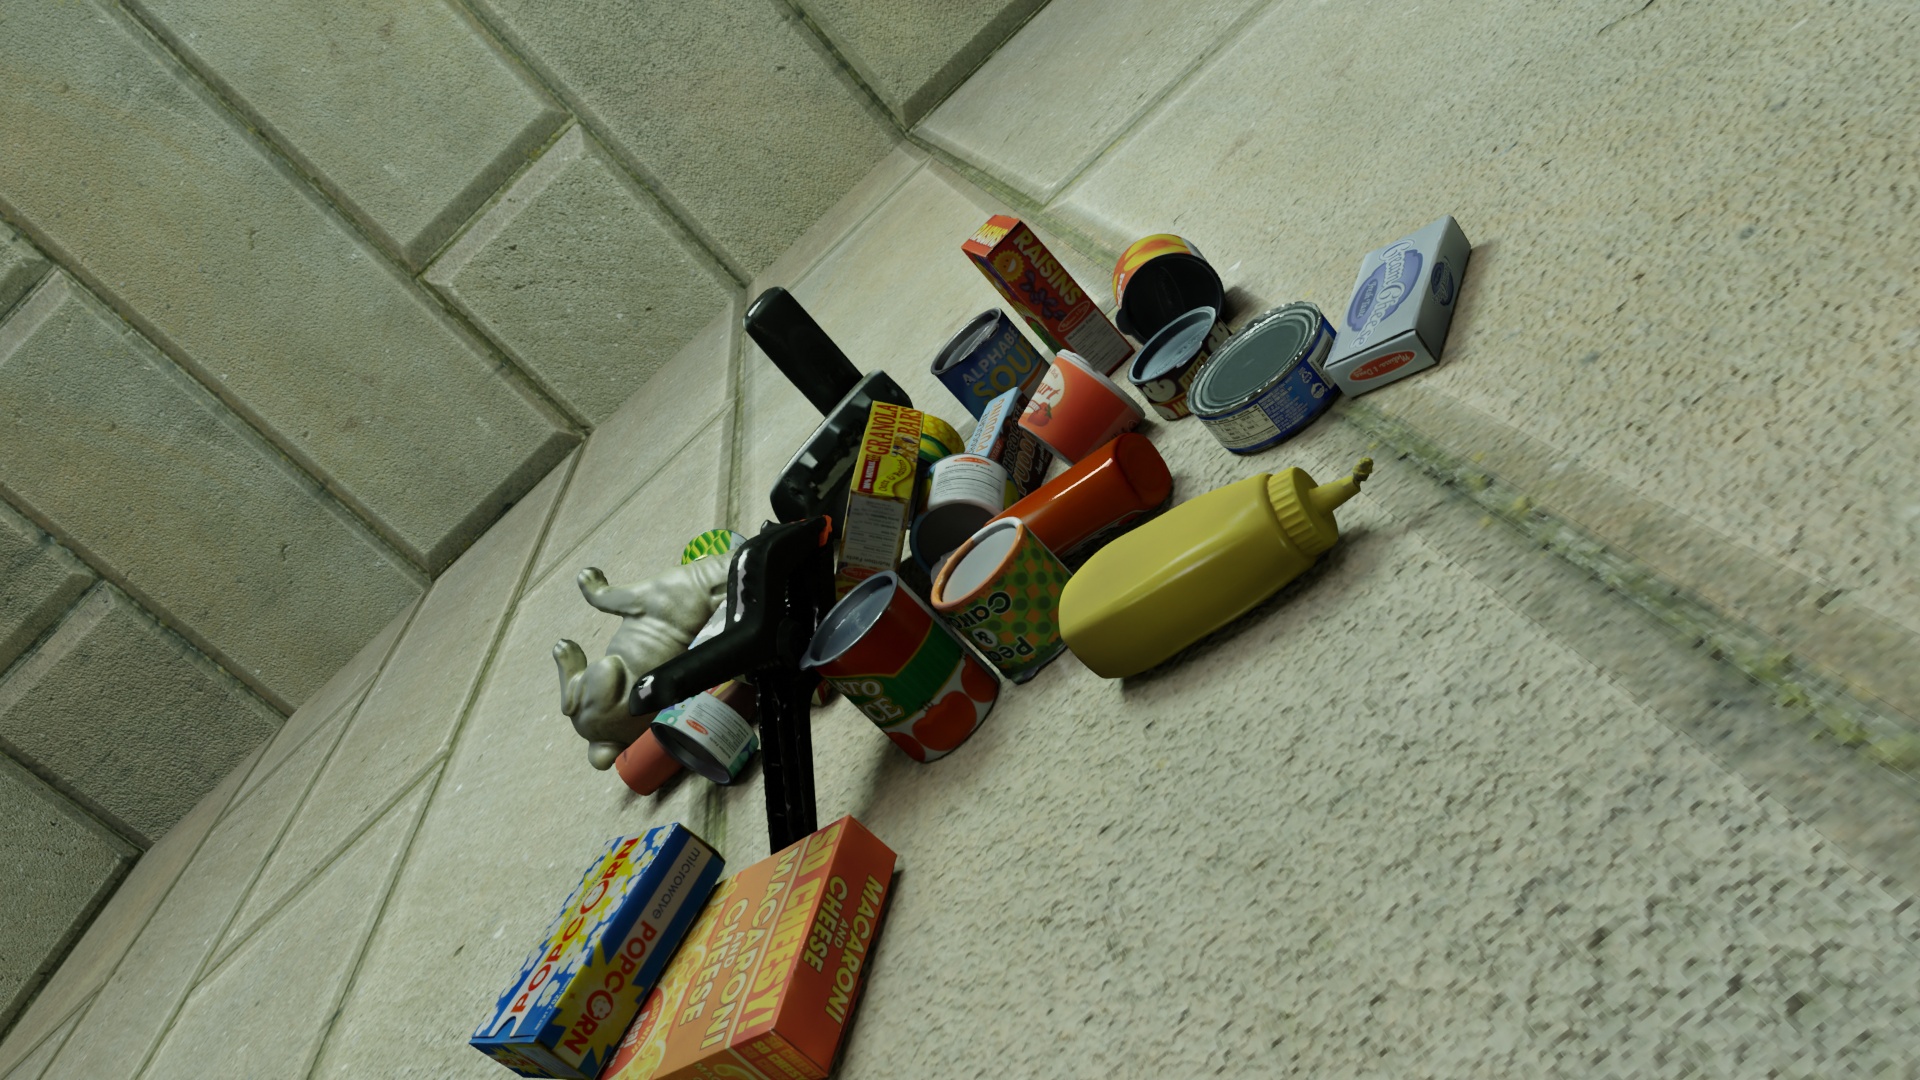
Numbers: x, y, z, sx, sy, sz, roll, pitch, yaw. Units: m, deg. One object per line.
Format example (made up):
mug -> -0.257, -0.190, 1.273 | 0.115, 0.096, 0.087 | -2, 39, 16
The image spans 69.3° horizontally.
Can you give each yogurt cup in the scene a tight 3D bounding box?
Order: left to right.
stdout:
yogurt cup -> 0.073, -0.077, 0.864 | 0.054, 0.072, 0.072 | -52, 20, 1

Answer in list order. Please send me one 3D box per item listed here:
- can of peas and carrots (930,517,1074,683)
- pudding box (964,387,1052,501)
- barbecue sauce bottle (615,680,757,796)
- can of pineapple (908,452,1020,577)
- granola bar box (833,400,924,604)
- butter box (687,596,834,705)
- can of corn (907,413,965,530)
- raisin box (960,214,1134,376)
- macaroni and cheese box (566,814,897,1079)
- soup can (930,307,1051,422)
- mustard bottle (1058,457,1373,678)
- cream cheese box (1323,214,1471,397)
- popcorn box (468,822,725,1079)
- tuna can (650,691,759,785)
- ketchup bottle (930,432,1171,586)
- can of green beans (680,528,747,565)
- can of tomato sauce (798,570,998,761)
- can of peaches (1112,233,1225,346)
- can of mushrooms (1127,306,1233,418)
can of peas and carrots -> 0.026, 0.032, 0.742 | 0.071, 0.058, 0.071 | -38, 20, 17
pudding box -> 0.031, -0.057, 0.922 | 0.030, 0.049, 0.084 | -26, 26, 38
barbecue sauce bottle -> -0.179, 0.120, 0.983 | 0.148, 0.043, 0.065 | -42, 28, 6
can of pineapple -> 0.003, -0.011, 0.864 | 0.071, 0.071, 0.058 | -36, 21, 23
granola bar box -> -0.055, -0.005, 0.899 | 0.166, 0.039, 0.123 | -87, 9, -66
butter box -> -0.124, 0.072, 0.925 | 0.103, 0.024, 0.053 | 12, 50, 25
can of corn -> -0.035, -0.052, 1.008 | 0.071, 0.071, 0.058 | -32, 22, 31
raisin box -> 0.061, -0.173, 0.988 | 0.040, 0.123, 0.086 | -44, 19, 3
macaroni and cheese box -> -0.112, 0.216, 0.668 | 0.166, 0.040, 0.124 | -32, 23, 31
soup can -> 0.032, -0.112, 0.980 | 0.071, 0.083, 0.071 | -38, 21, 17
mustard bottle -> 0.118, 0.007, 0.627 | 0.159, 0.048, 0.066 | -31, 24, 30
cream cheese box -> 0.225, -0.121, 0.712 | 0.053, 0.024, 0.104 | -22, 29, 45
popcorn box -> -0.183, 0.208, 0.707 | 0.085, 0.038, 0.127 | -23, 28, 47
tuna can -> -0.168, 0.129, 0.915 | 0.071, 0.071, 0.033 | -13, 36, 56
ketchup bottle -> 0.047, -0.006, 0.792 | 0.148, 0.043, 0.065 | -33, 0, 30
can of green beans -> -0.206, 0.031, 1.179 | 0.071, 0.071, 0.058 | -41, 20, 10
can of tomato sauce -> -0.032, 0.069, 0.742 | 0.071, 0.083, 0.071 | -38, 21, 17
can of peaches -> 0.132, -0.162, 0.908 | 0.071, 0.071, 0.058 | -39, 20, 16
can of mushrooms -> 0.137, -0.107, 0.840 | 0.071, 0.033, 0.071 | -37, 20, 17
